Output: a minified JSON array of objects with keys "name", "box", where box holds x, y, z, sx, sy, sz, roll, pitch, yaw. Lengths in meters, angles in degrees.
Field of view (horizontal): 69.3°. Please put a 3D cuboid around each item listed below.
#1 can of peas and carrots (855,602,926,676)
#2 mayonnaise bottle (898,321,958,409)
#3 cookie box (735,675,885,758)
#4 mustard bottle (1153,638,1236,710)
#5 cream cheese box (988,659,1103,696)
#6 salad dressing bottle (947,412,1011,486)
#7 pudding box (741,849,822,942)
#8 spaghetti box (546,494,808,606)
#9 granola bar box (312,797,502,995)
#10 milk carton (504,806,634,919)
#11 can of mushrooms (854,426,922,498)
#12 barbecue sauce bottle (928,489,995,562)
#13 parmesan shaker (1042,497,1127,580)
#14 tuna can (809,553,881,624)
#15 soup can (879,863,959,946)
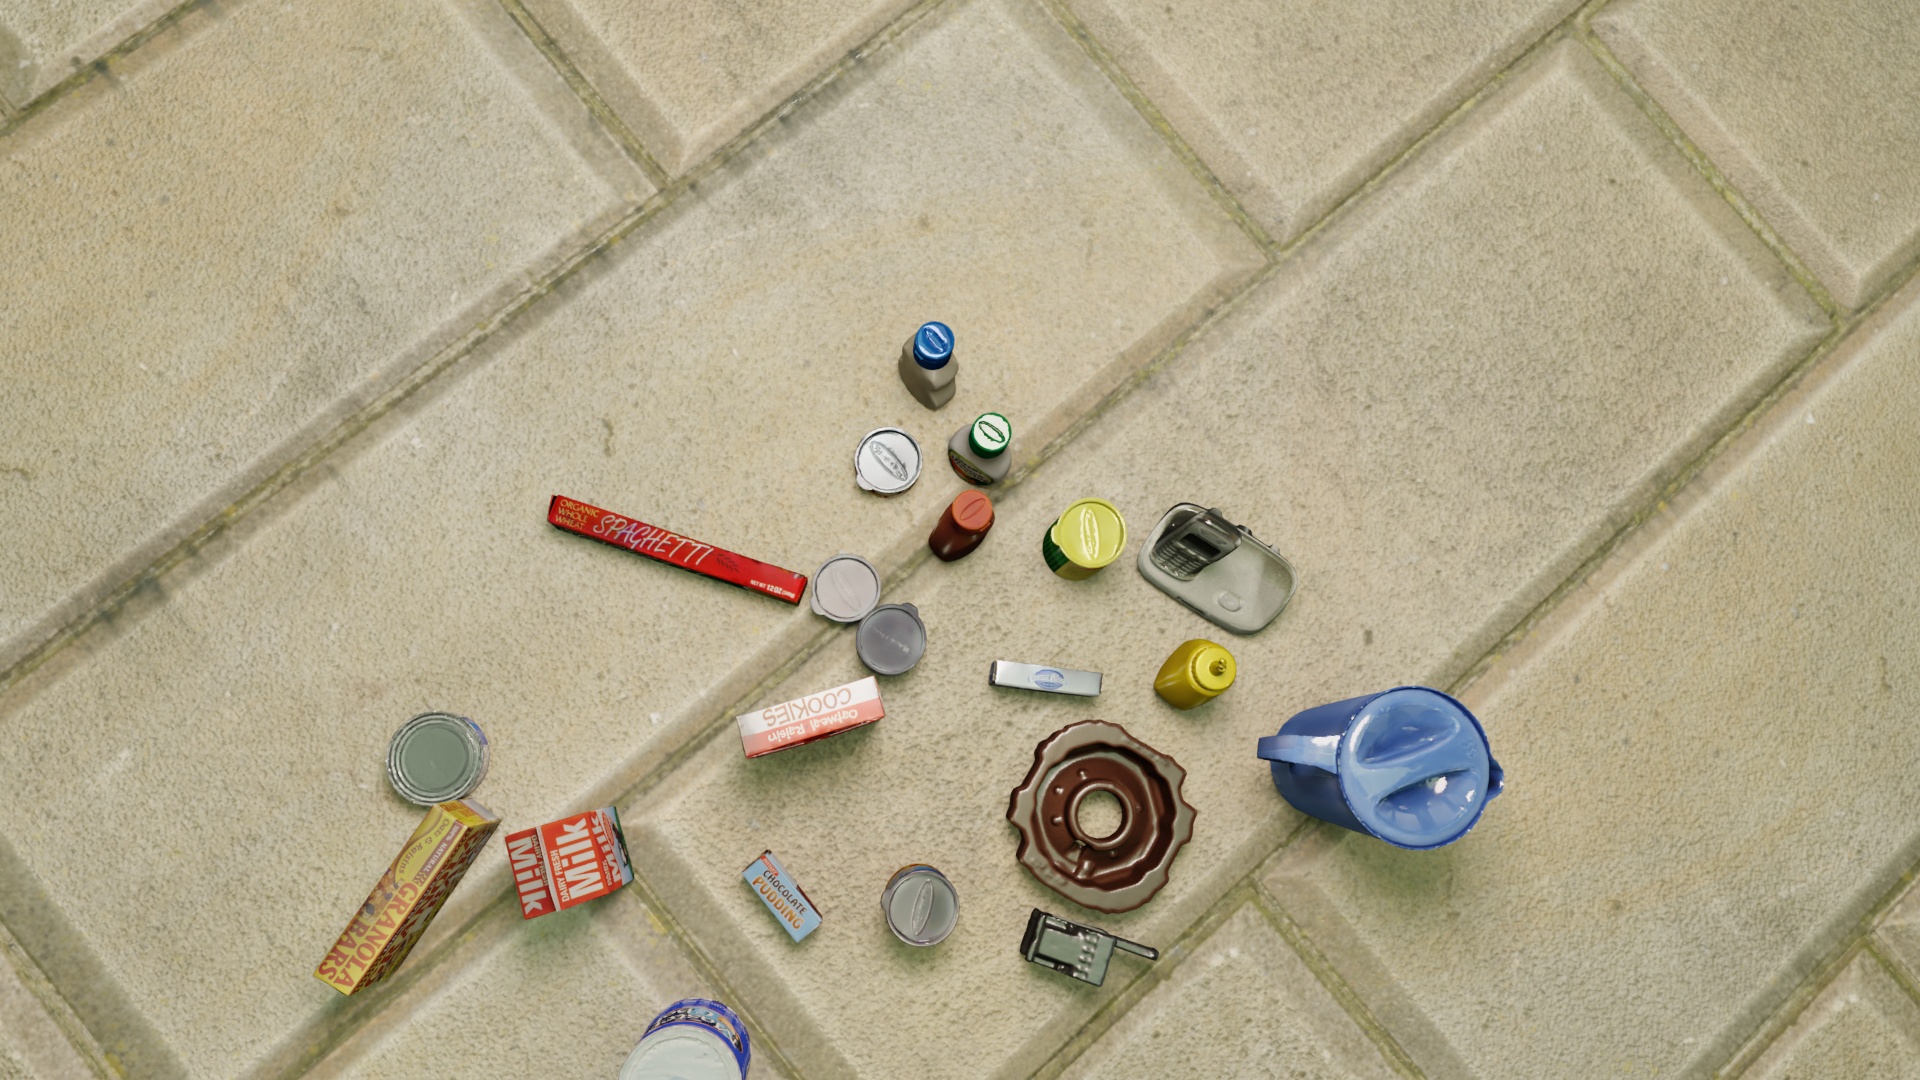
[{"name":"can of peas and carrots","box":[-0.065,0.093,1.318,0.071,0.058,0.071,1,81,-5]},{"name":"mayonnaise bottle","box":[-0.029,-0.169,1.318,0.041,0.148,0.065,-38,87,-9]},{"name":"cookie box","box":[-0.132,0.161,1.246,0.123,0.167,0.040,-17,83,-7]},{"name":"mustard bottle","box":[0.223,0.123,1.289,0.049,0.160,0.065,37,80,1]},{"name":"cream cheese box","box":[0.080,0.133,1.328,0.104,0.053,0.024,7,81,-4]},{"name":"salad dressing bottle","box":[0.021,-0.087,1.310,0.064,0.147,0.044,37,80,1]},{"name":"pudding box","box":[-0.163,0.326,1.277,0.030,0.049,0.084,-39,86,-9]},{"name":"spaghetti box","box":[-0.267,0.010,1.317,0.250,0.050,0.029,18,80,-2]},{"name":"granola bar box","box":[-0.477,0.307,1.213,0.039,0.124,0.166,33,80,0]},{"name":"milk carton","box":[-0.338,0.276,1.197,0.073,0.190,0.072,-16,83,-7]},{"name":"can of mushrooms","box":[-0.073,-0.074,1.357,0.071,0.033,0.071,1,81,-5]},{"name":"barbecue sauce bottle","box":[0.005,-0.016,1.297,0.065,0.148,0.043,-39,87,-9]},{"name":"parmesan shaker","box":[0.114,0.000,1.327,0.071,0.103,0.071,1,81,-5]},{"name":"tuna can","box":[-0.112,0.048,1.334,0.071,0.032,0.071,1,81,-5]},{"name":"soup can","box":[-0.039,0.331,1.270,0.071,0.083,0.071,1,81,-5]}]
